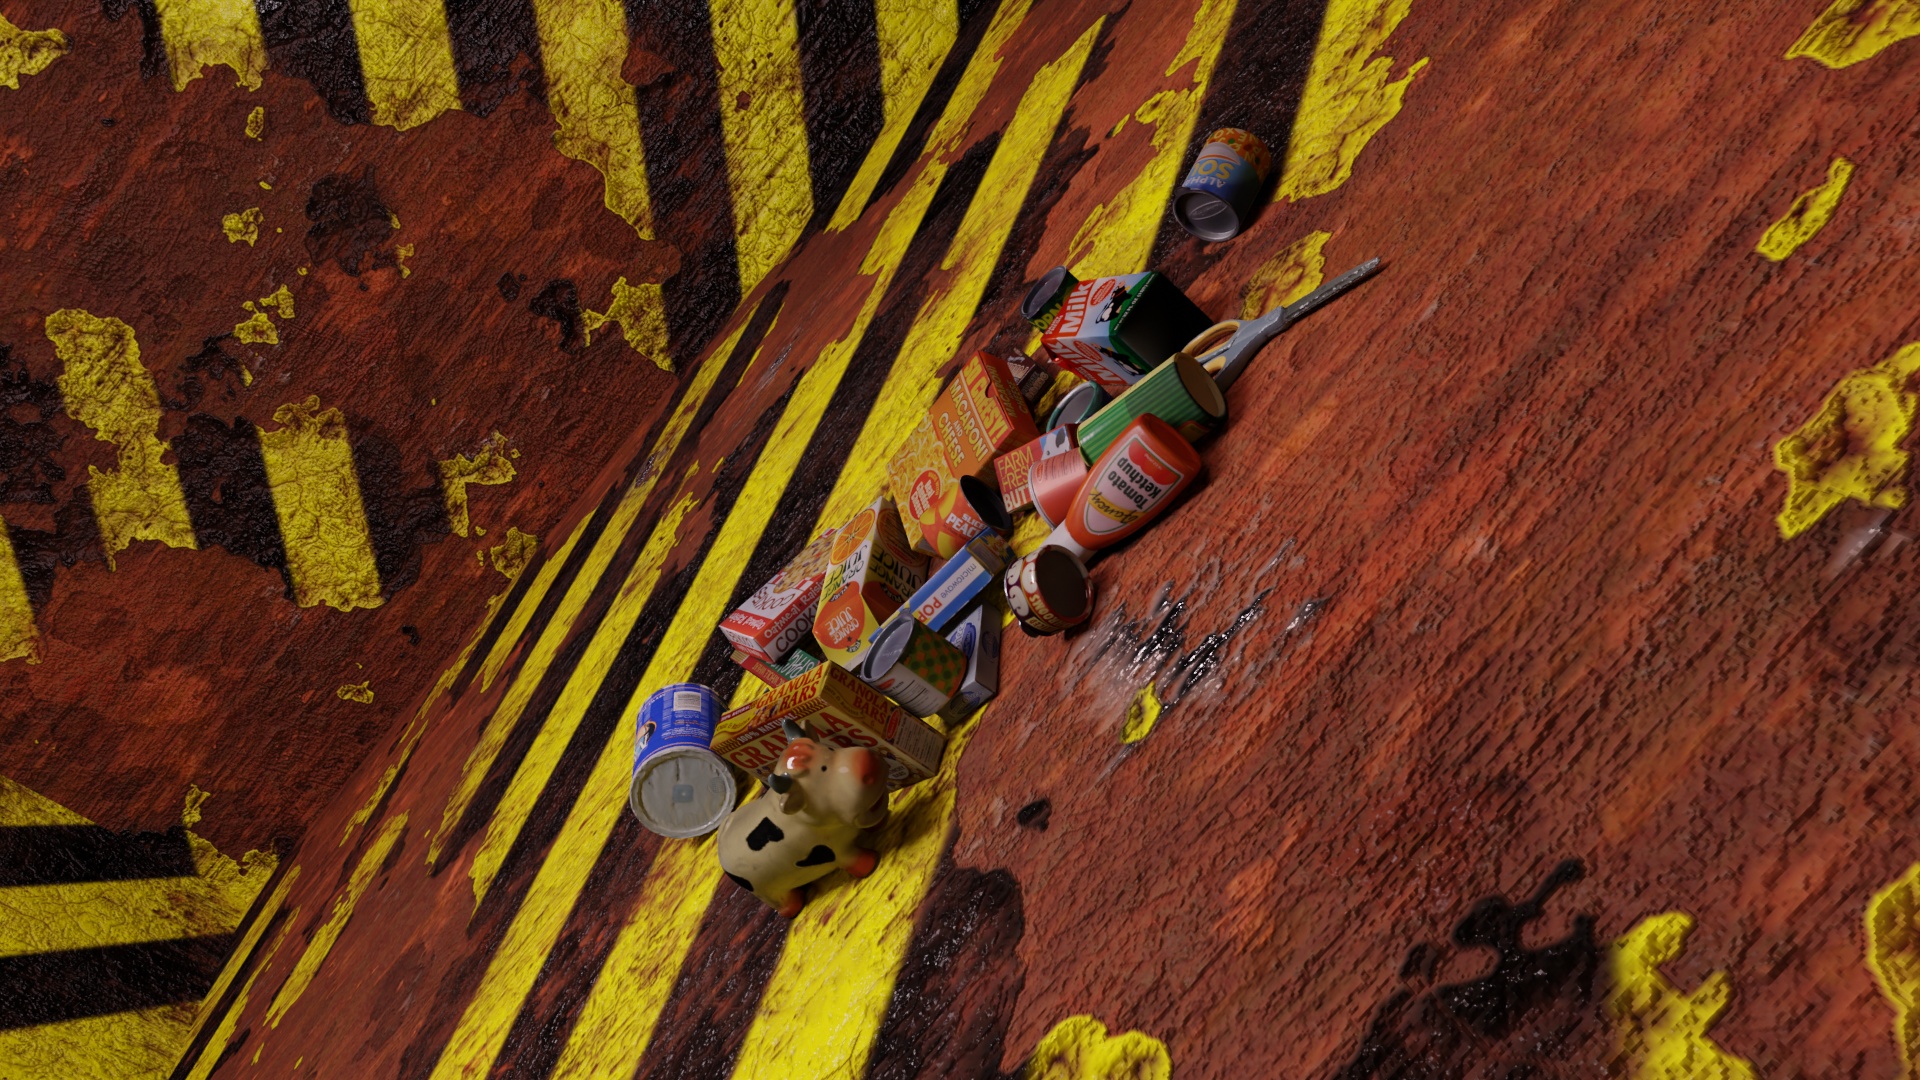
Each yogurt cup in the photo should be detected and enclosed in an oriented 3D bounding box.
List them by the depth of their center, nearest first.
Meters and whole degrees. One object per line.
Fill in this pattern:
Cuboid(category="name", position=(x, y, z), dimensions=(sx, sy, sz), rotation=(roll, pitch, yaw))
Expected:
Cuboid(category="yogurt cup", position=(0.097, -0.045, 1.144), dimensions=(0.053, 0.072, 0.073), rotation=(-27, 32, 31))

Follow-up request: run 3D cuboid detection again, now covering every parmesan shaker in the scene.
Cuboid(category="parmesan shaker", position=(0.151, -0.094, 1.104), dimensions=(0.102, 0.071, 0.072), rotation=(-36, 27, 32))

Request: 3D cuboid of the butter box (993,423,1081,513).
Cuboid(category="butter box", position=(0.074, -0.063, 1.231), dimensions=(0.103, 0.024, 0.053), rotation=(-24, 76, 49))

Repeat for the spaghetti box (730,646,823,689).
Cuboid(category="spaghetti box", position=(-0.189, 0.133, 1.469), dimensions=(0.050, 0.028, 0.250), rotation=(-55, 22, -9))

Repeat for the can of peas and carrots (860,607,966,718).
Cuboid(category="can of peas and carrots", position=(-0.037, 0.099, 1.119), dimensions=(0.070, 0.058, 0.071), rotation=(-43, 23, 24))

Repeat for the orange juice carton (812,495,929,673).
Cuboid(category="orange juice carton", position=(-0.085, 0.052, 1.332), dimensions=(0.071, 0.073, 0.194), rotation=(-38, 26, 30))

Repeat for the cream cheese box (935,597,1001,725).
Cuboid(category="cream cheese box", position=(0.006, 0.100, 1.148), dimensions=(0.053, 0.024, 0.104), rotation=(-41, 24, 29))

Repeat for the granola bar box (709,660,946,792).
Cuboid(category="granola bar box", position=(-0.111, 0.166, 1.141), dimensions=(0.165, 0.124, 0.039), rotation=(-29, 33, 44))

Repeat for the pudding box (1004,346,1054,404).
Cuboid(category="pudding box", position=(0.062, -0.166, 1.438), dimensions=(0.049, 0.030, 0.084), rotation=(-50, 22, 8))

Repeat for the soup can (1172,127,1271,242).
Cuboid(category="soup can", position=(0.242, -0.333, 1.290), dimensions=(0.071, 0.071, 0.084), rotation=(-12, 45, 58))

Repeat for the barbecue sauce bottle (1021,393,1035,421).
Cuboid(category="barbecue sauce bottle", position=(0.012, -0.096, 1.412), dimensions=(0.148, 0.043, 0.065), rotation=(-30, 36, 44))

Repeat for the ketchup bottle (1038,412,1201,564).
Cuboid(category="ketchup bottle", position=(0.118, -0.029, 1.085), dimensions=(0.148, 0.065, 0.044), rotation=(-48, 0, 32))

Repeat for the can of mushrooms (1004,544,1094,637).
Cuboid(category="can of mushrooms", position=(0.069, 0.040, 1.064), dimensions=(0.033, 0.071, 0.071), rotation=(-29, 32, 42))

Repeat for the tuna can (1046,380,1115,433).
Cuboid(category="tuna can", position=(0.111, -0.108, 1.251), dimensions=(0.071, 0.033, 0.071), rotation=(-42, 24, 23))

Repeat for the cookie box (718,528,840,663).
Cuboid(category="cookie box", position=(-0.169, 0.057, 1.486), dimensions=(0.168, 0.040, 0.123), rotation=(-43, 19, -18))

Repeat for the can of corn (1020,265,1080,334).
Cuboid(category="can of corn", position=(0.104, -0.237, 1.428), dimensions=(0.071, 0.058, 0.071), rotation=(-41, 24, 24))

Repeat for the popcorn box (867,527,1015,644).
Cuboid(category="popcorn box", position=(-0.015, 0.048, 1.209), dimensions=(0.126, 0.038, 0.085), rotation=(-44, -1, 19))

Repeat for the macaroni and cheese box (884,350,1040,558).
Cuboid(category="macaroni and cheese box", position=(-0.002, -0.083, 1.345), dimensions=(0.165, 0.040, 0.124), rotation=(-50, 40, 28))

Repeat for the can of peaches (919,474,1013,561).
Cuboid(category="can of peaches", position=(0.005, -0.016, 1.271), dimensions=(0.058, 0.071, 0.071), rotation=(-42, 24, 23))

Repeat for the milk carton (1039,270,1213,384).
Cuboid(category="milk carton", position=(0.139, -0.191, 1.270), dimensions=(0.072, 0.073, 0.190), rotation=(-55, 22, -7))
